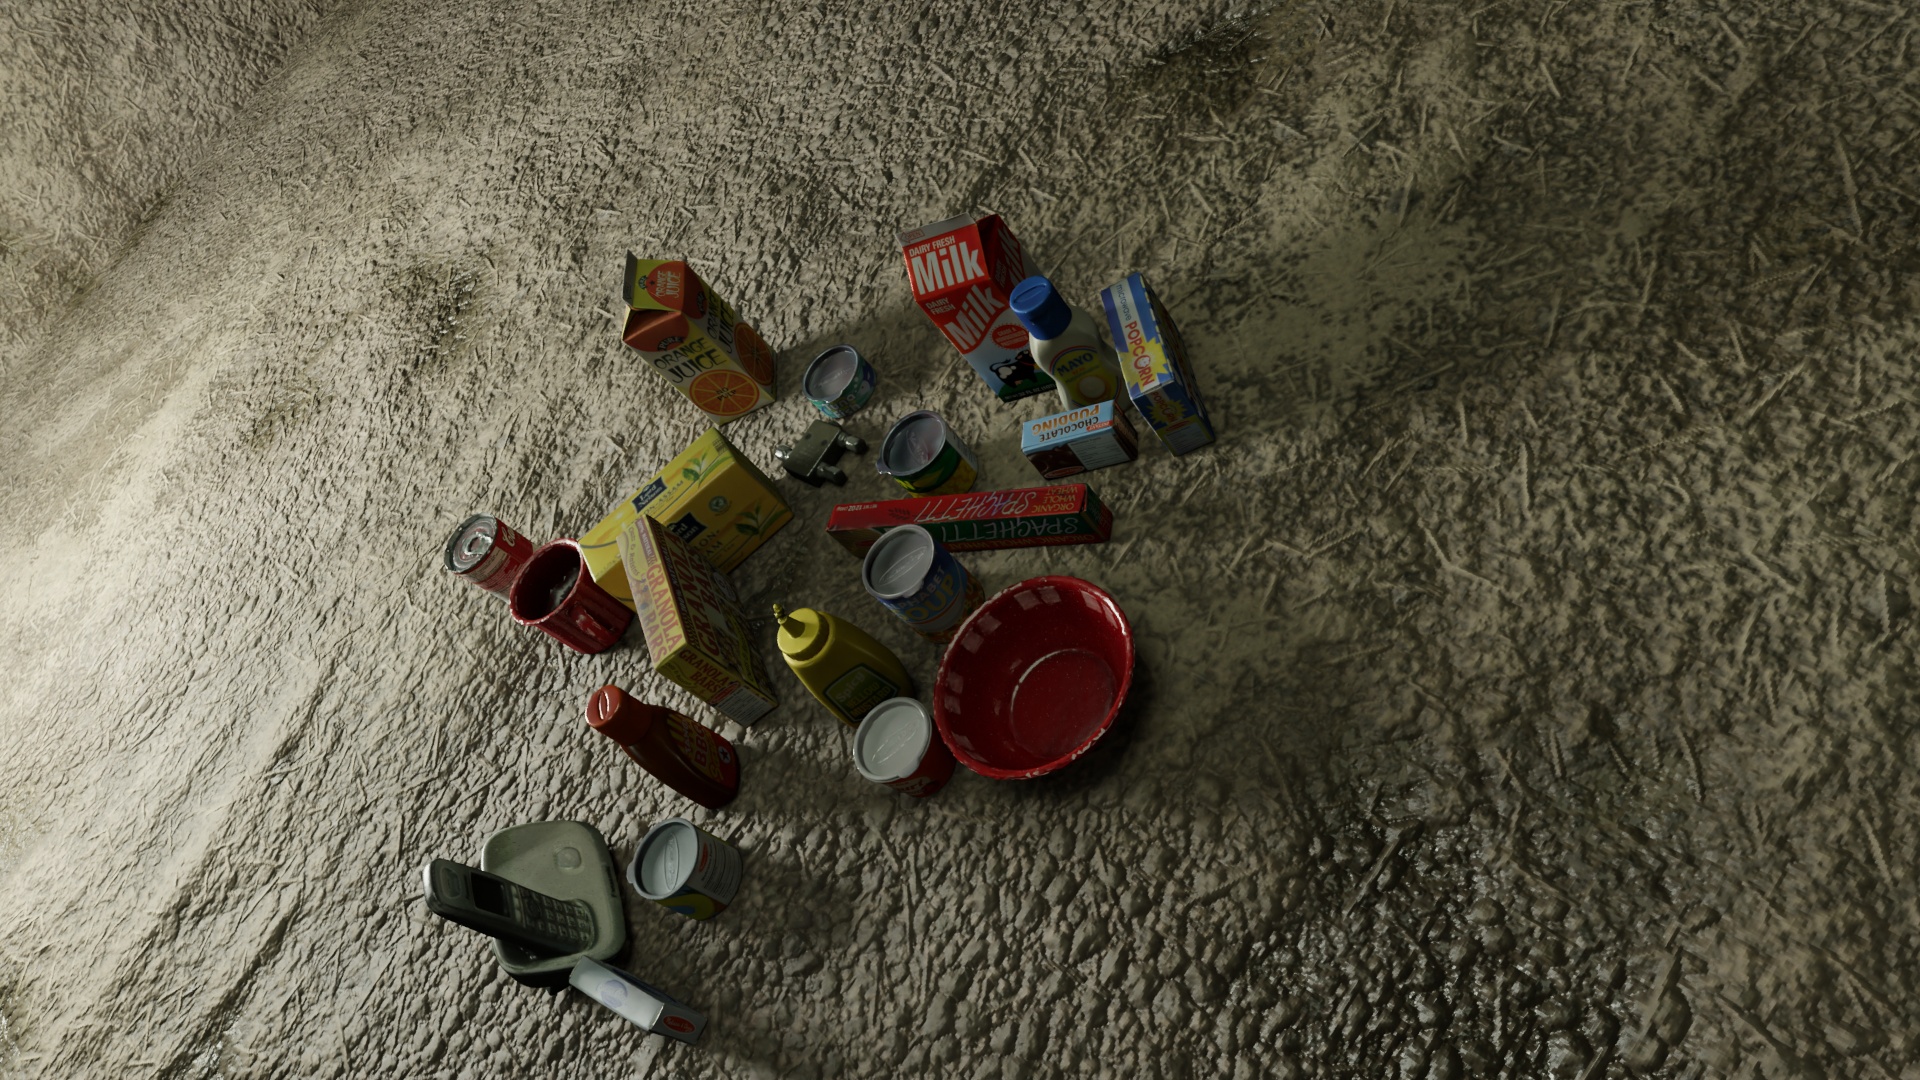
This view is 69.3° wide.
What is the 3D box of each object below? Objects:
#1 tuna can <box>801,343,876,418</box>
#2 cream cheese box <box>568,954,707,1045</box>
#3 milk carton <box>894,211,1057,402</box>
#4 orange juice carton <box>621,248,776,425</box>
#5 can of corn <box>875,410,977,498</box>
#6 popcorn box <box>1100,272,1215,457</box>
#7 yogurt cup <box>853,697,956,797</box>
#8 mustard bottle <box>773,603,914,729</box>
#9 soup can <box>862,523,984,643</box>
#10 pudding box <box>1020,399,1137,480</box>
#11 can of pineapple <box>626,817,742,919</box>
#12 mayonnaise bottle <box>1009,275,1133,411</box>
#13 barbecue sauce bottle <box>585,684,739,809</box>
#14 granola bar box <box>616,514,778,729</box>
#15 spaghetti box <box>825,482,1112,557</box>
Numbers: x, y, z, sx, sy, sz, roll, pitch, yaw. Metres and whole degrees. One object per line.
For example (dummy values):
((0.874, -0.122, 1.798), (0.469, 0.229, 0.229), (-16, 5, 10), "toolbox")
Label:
((-0.116, -0.151, 1.330), (0.071, 0.032, 0.071), (-17, 52, 24), "tuna can")
((-0.247, 0.351, 1.059), (0.104, 0.053, 0.024), (12, 68, 39), "cream cheese box")
((0.024, -0.204, 1.163), (0.072, 0.190, 0.074), (-12, 55, 28), "milk carton")
((-0.264, -0.201, 1.355), (0.073, 0.192, 0.072), (-21, 51, 21), "orange juice carton")
((-0.029, -0.068, 1.196), (0.071, 0.058, 0.071), (-18, 52, 24), "can of corn")
((0.156, -0.140, 1.103), (0.038, 0.085, 0.127), (-25, 49, 19), "popcorn box")
((-0.039, 0.159, 1.050), (0.072, 0.054, 0.073), (-18, 52, 24), "yogurt cup")
((-0.097, 0.092, 1.062), (0.065, 0.160, 0.049), (-38, 46, 7), "mustard bottle")
((-0.028, 0.038, 1.105), (0.071, 0.083, 0.072), (-18, 52, 24), "soup can")
((0.096, -0.081, 1.127), (0.083, 0.049, 0.030), (-13, 54, 27), "pudding box")
((-0.217, 0.260, 1.099), (0.071, 0.057, 0.071), (-18, 52, 24), "can of pineapple")
((0.089, -0.152, 1.113), (0.064, 0.147, 0.041), (-26, 49, 18), "mayonnaise bottle")
((-0.239, 0.163, 1.118), (0.043, 0.148, 0.065), (-30, 48, 14), "barbecue sauce bottle")
((-0.226, 0.068, 1.191), (0.039, 0.124, 0.166), (-37, 47, 8), "granola bar box")
((0.004, -0.014, 1.143), (0.250, 0.050, 0.029), (-4, 58, 32), "spaghetti box")
